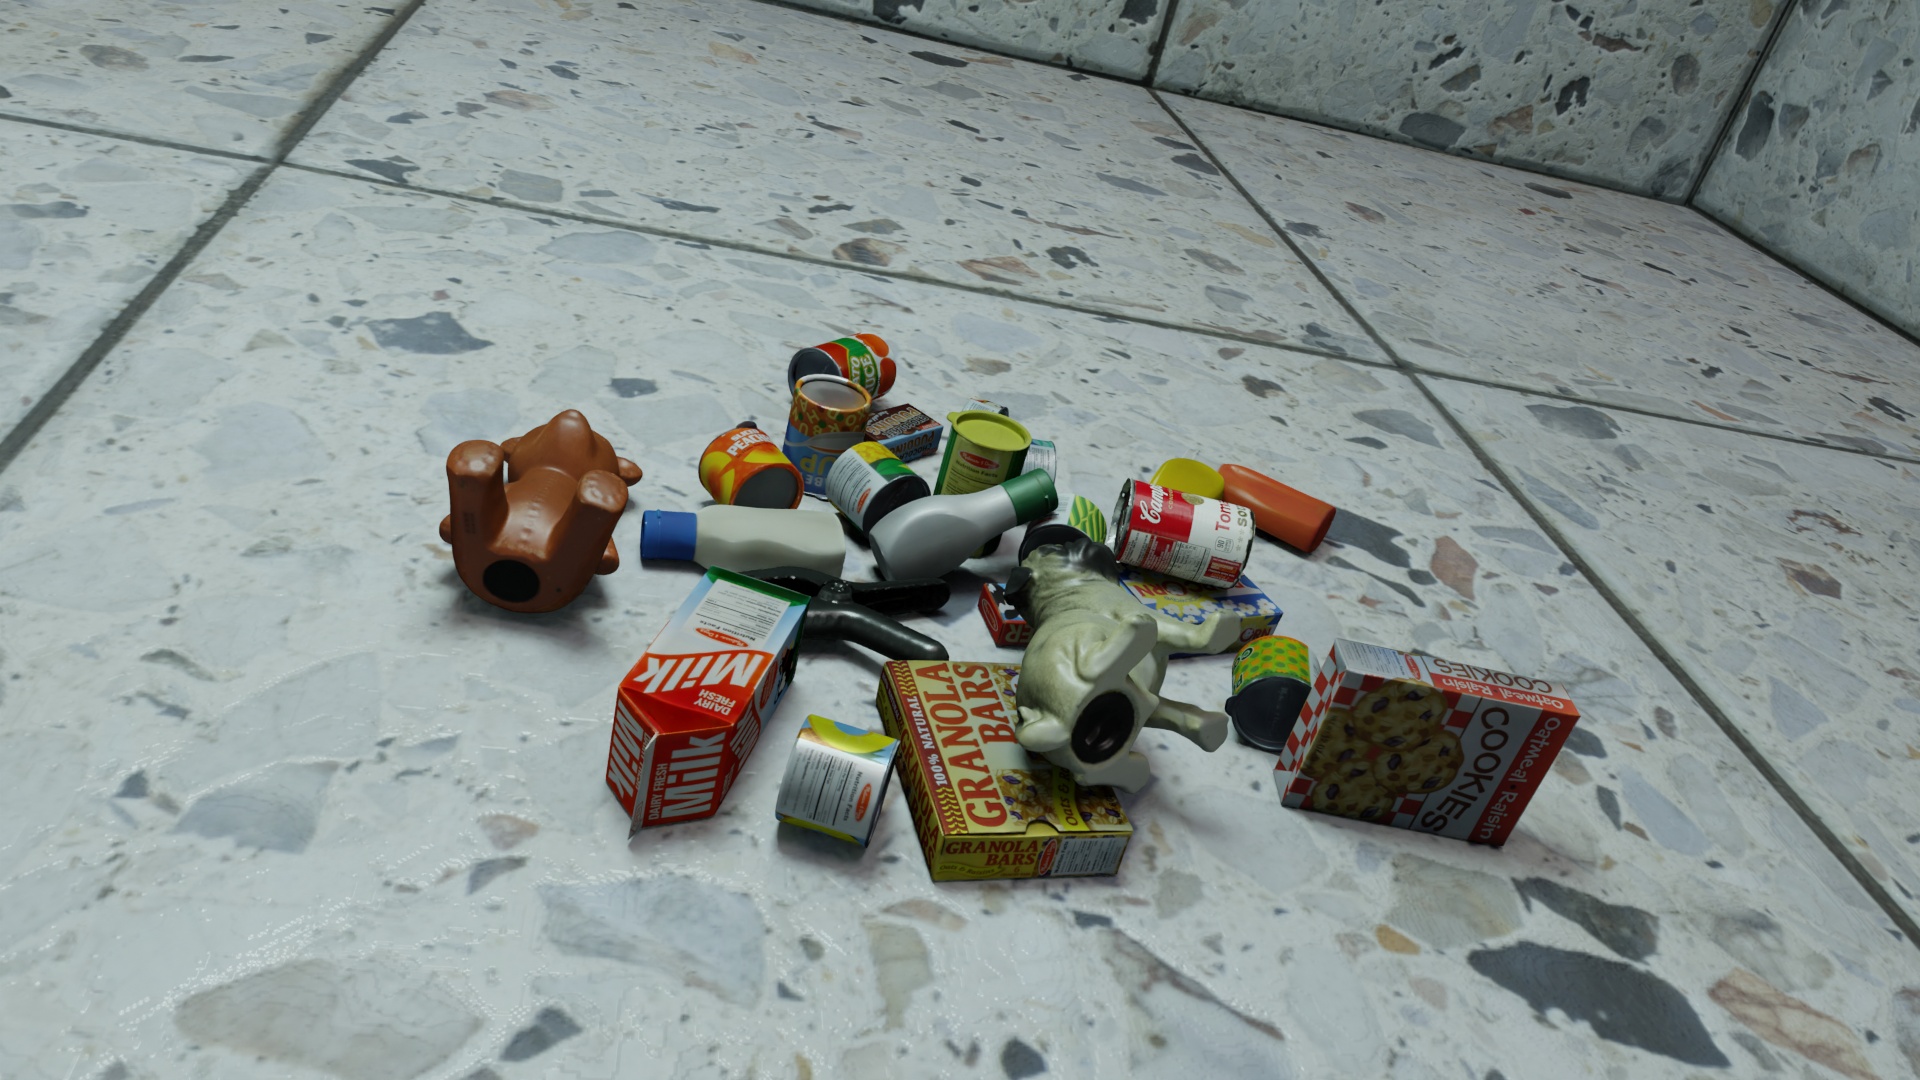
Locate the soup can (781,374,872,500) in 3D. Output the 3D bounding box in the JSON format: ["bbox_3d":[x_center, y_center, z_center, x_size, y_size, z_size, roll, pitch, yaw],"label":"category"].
[{"bbox_3d":[-0.113,-0.087,1.165,0.071,0.083,0.072,12,31,-7],"label":"soup can"}]

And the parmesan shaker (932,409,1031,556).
[{"bbox_3d":[0.011,-0.048,1.139,0.071,0.102,0.071,12,30,-7],"label":"parmesan shaker"}]

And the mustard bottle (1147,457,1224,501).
[{"bbox_3d":[0.185,-0.026,1.238,0.065,0.048,0.161,27,32,17],"label":"mustard bottle"}]

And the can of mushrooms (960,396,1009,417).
[{"bbox_3d":[0.016,-0.095,1.259,0.033,0.070,0.071,21,31,11],"label":"can of mushrooms"}]

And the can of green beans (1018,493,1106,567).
[{"bbox_3d":[0.084,0.003,1.126,0.071,0.071,0.058,18,30,3],"label":"can of green beans"}]

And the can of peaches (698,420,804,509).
[{"bbox_3d":[-0.164,-0.049,1.093,0.071,0.071,0.058,-8,39,-35],"label":"can of peaches"}]

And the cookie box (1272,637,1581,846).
[{"bbox_3d":[0.316,0.139,0.952,0.167,0.122,0.040,12,31,-7],"label":"cookie box"}]

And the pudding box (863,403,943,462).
[{"bbox_3d":[-0.062,-0.094,1.254,0.050,0.030,0.084,36,36,29],"label":"pudding box"}]

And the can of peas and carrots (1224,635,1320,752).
[{"bbox_3d":[0.229,0.111,1.016,0.071,0.070,0.059,17,29,2],"label":"can of peas and carrots"}]

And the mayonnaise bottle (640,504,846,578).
[{"bbox_3d":[-0.163,0.000,1.042,0.148,0.041,0.065,4,31,-18],"label":"mayonnaise bottle"}]

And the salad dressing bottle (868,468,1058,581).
[{"bbox_3d":[0.004,-0.014,1.083,0.148,0.064,0.044,-22,33,-13],"label":"salad dressing bottle"}]

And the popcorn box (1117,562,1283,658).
[{"bbox_3d":[0.182,0.053,1.117,0.127,0.038,0.085,-3,34,-29],"label":"popcorn box"}]

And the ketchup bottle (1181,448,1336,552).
[{"bbox_3d":[0.275,-0.041,1.310,0.149,0.043,0.065,28,31,20],"label":"ketchup bottle"}]

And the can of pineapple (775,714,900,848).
[{"bbox_3d":[-0.072,0.142,0.825,0.058,0.070,0.071,17,30,2],"label":"can of pineapple"}]

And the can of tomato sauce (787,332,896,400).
[{"bbox_3d":[-0.108,-0.155,1.297,0.071,0.070,0.083,30,32,23],"label":"can of tomato sauce"}]

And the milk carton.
[{"bbox_3d":[-0.159,0.098,0.850,0.073,0.072,0.191,18,29,4],"label":"milk carton"}]

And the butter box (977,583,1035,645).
[{"bbox_3d":[0.070,0.058,1.070,0.104,0.024,0.053,3,32,-20],"label":"butter box"}]

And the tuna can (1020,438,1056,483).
[{"bbox_3d":[0.059,-0.056,1.216,0.033,0.070,0.071,8,31,-12],"label":"tuna can"}]

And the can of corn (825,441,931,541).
[{"bbox_3d":[-0.066,-0.038,1.126,0.071,0.070,0.058,-11,39,-38],"label":"can of corn"}]

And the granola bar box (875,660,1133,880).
[{"bbox_3d":[0.024,0.142,0.893,0.124,0.038,0.166,3,32,-20],"label":"granola bar box"}]
